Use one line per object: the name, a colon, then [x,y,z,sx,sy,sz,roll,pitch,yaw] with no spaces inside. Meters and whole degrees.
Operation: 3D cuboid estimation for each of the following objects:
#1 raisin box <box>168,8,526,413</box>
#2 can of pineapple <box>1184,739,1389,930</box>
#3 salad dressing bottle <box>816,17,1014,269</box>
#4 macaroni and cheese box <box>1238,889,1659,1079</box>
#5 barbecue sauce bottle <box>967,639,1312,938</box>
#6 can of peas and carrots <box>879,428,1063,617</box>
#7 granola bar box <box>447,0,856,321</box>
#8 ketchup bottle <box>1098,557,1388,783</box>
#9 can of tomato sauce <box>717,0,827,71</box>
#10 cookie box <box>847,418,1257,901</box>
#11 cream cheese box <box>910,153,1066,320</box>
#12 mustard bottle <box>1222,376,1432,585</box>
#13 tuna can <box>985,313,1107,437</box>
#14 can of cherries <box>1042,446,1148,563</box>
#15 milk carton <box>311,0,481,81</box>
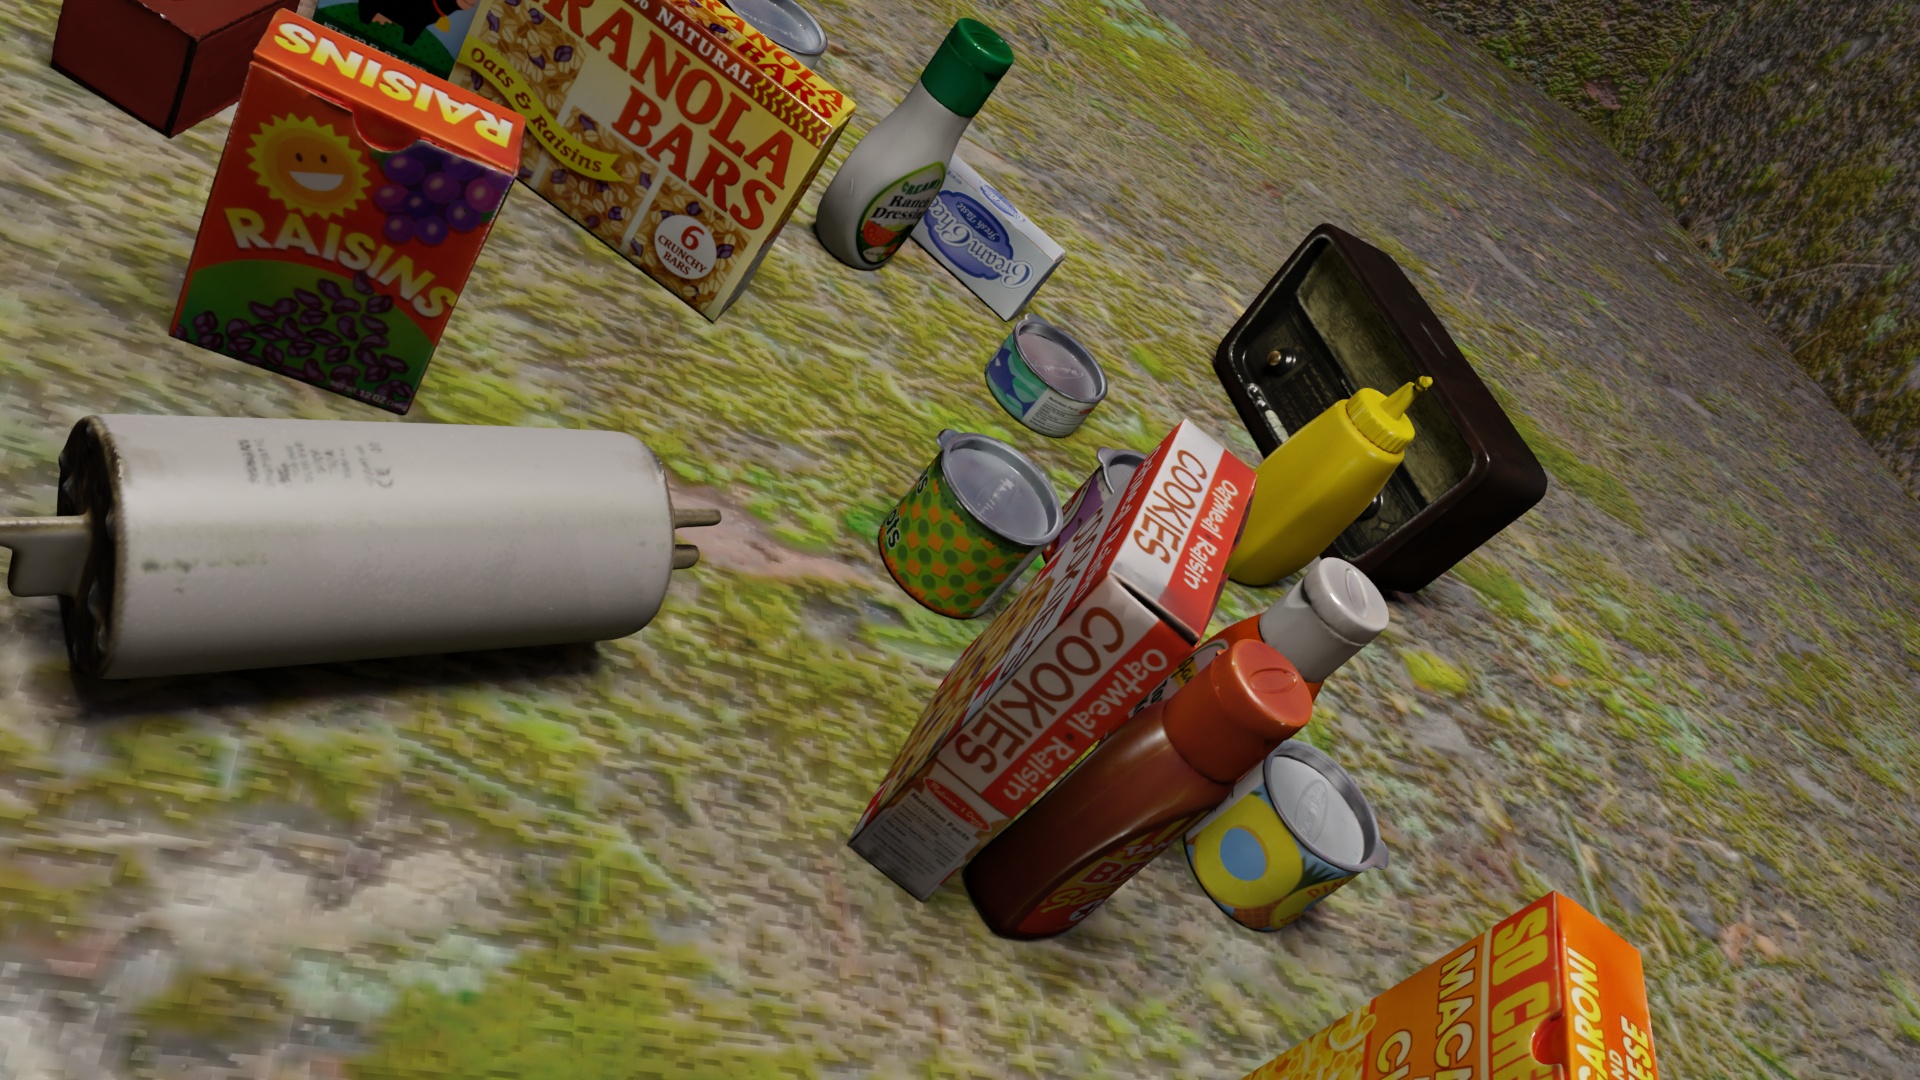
raisin box: [-0.217,-0.111,0.491,0.086,0.122,0.040,21,39,-26]
can of pineapple: [0.144,0.133,0.620,0.071,0.057,0.071,25,37,-21]
salad dressing bottle: [-0.026,-0.218,0.770,0.064,0.147,0.044,-12,60,-50]
macaroni and cheese box: [0.144,0.203,0.446,0.040,0.165,0.124,37,34,-5]
barbecue sauce bottle: [0.066,0.093,0.511,0.065,0.147,0.044,-2,52,-45]
can of peas and carrots: [0.002,-0.008,0.642,0.071,0.058,0.071,25,37,-21]
granola bar box: [-0.150,-0.203,0.657,0.165,0.123,0.039,36,34,-6]
ketchup bottle: [0.117,0.066,0.588,0.043,0.148,0.065,28,36,-19]
can of tomato sauce: [-0.125,-0.265,0.786,0.071,0.082,0.071,25,37,-21]
cookie box: [0.036,0.044,0.520,0.040,0.166,0.123,39,34,-3]
cream cheese box: [0.009,-0.189,0.853,0.104,0.053,0.024,42,34,2]
mustard bottle: [0.206,-0.038,0.778,0.065,0.159,0.049,8,46,-39]
tuna can: [0.048,-0.096,0.805,0.071,0.032,0.071,25,37,-21]
can of cherries: [0.082,-0.006,0.714,0.071,0.058,0.072,25,37,-21]
milk carton: [-0.231,-0.313,0.644,0.072,0.189,0.074,22,39,-26]
